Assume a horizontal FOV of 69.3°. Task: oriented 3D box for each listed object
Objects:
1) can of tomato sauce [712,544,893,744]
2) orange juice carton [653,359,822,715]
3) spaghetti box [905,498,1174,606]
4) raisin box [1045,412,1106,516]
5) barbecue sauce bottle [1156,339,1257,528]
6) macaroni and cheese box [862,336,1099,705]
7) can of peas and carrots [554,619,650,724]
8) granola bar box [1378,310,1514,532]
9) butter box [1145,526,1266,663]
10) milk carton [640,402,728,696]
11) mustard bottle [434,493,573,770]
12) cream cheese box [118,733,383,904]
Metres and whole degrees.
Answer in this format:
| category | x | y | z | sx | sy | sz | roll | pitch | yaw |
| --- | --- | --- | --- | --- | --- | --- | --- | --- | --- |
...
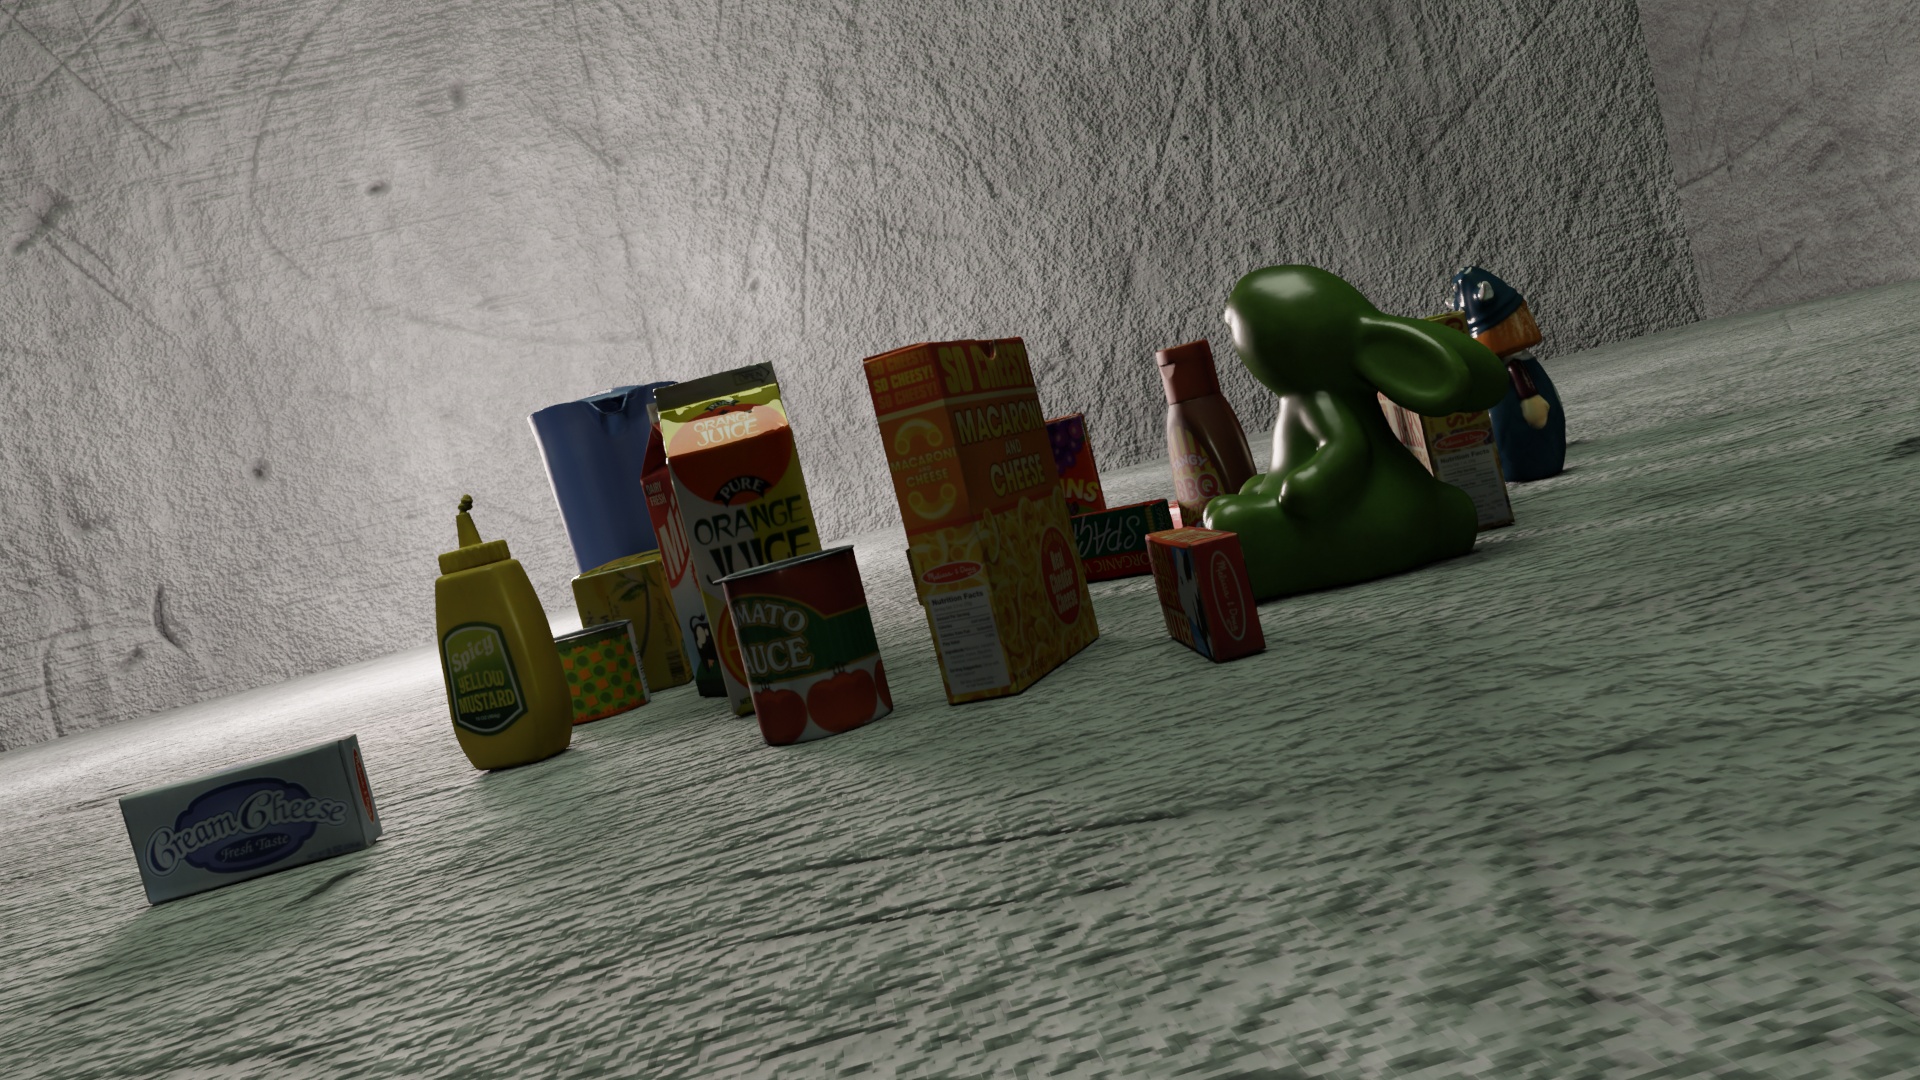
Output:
| category | x | y | z | sx | sy | sz | roll | pitch | yaw |
| --- | --- | --- | --- | --- | --- | --- | --- | --- | --- |
| can of tomato sauce | -0.075 | 0.050 | 0.672 | 0.071 | 0.083 | 0.071 | -14 | 3 | 1 |
| orange juice carton | -0.120 | -0.003 | 0.804 | 0.072 | 0.192 | 0.073 | -14 | 3 | -8 |
| spaghetti box | 0.057 | 0.012 | 1.046 | 0.249 | 0.050 | 0.029 | -11 | 4 | 44 |
| raisin box | 0.072 | -0.035 | 1.130 | 0.086 | 0.123 | 0.040 | -14 | 3 | 10 |
| barbecue sauce bottle | 0.168 | -0.061 | 0.944 | 0.044 | 0.148 | 0.064 | -16 | 3 | -31 |
| macaroni and cheese box | 0.015 | -0.016 | 0.688 | 0.040 | 0.166 | 0.124 | -13 | 3 | 25 |
| can of peas and carrots | -0.253 | 0.090 | 0.947 | 0.071 | 0.058 | 0.071 | -14 | 3 | 1 |
| granola bar box | 0.288 | -0.073 | 0.851 | 0.039 | 0.124 | 0.166 | -14 | 3 | 10 |
| butter box | 0.110 | 0.022 | 0.635 | 0.024 | 0.053 | 0.103 | -14 | 3 | -2 |
| milk carton | -0.146 | -0.001 | 0.891 | 0.072 | 0.190 | 0.073 | -16 | 4 | -39 |
| mustard bottle | -0.275 | 0.052 | 0.811 | 0.065 | 0.160 | 0.049 | -13 | 3 | 14 |
| cream cheese box | -0.334 | 0.131 | 0.656 | 0.104 | 0.053 | 0.024 | -14 | 3 | -6 |
